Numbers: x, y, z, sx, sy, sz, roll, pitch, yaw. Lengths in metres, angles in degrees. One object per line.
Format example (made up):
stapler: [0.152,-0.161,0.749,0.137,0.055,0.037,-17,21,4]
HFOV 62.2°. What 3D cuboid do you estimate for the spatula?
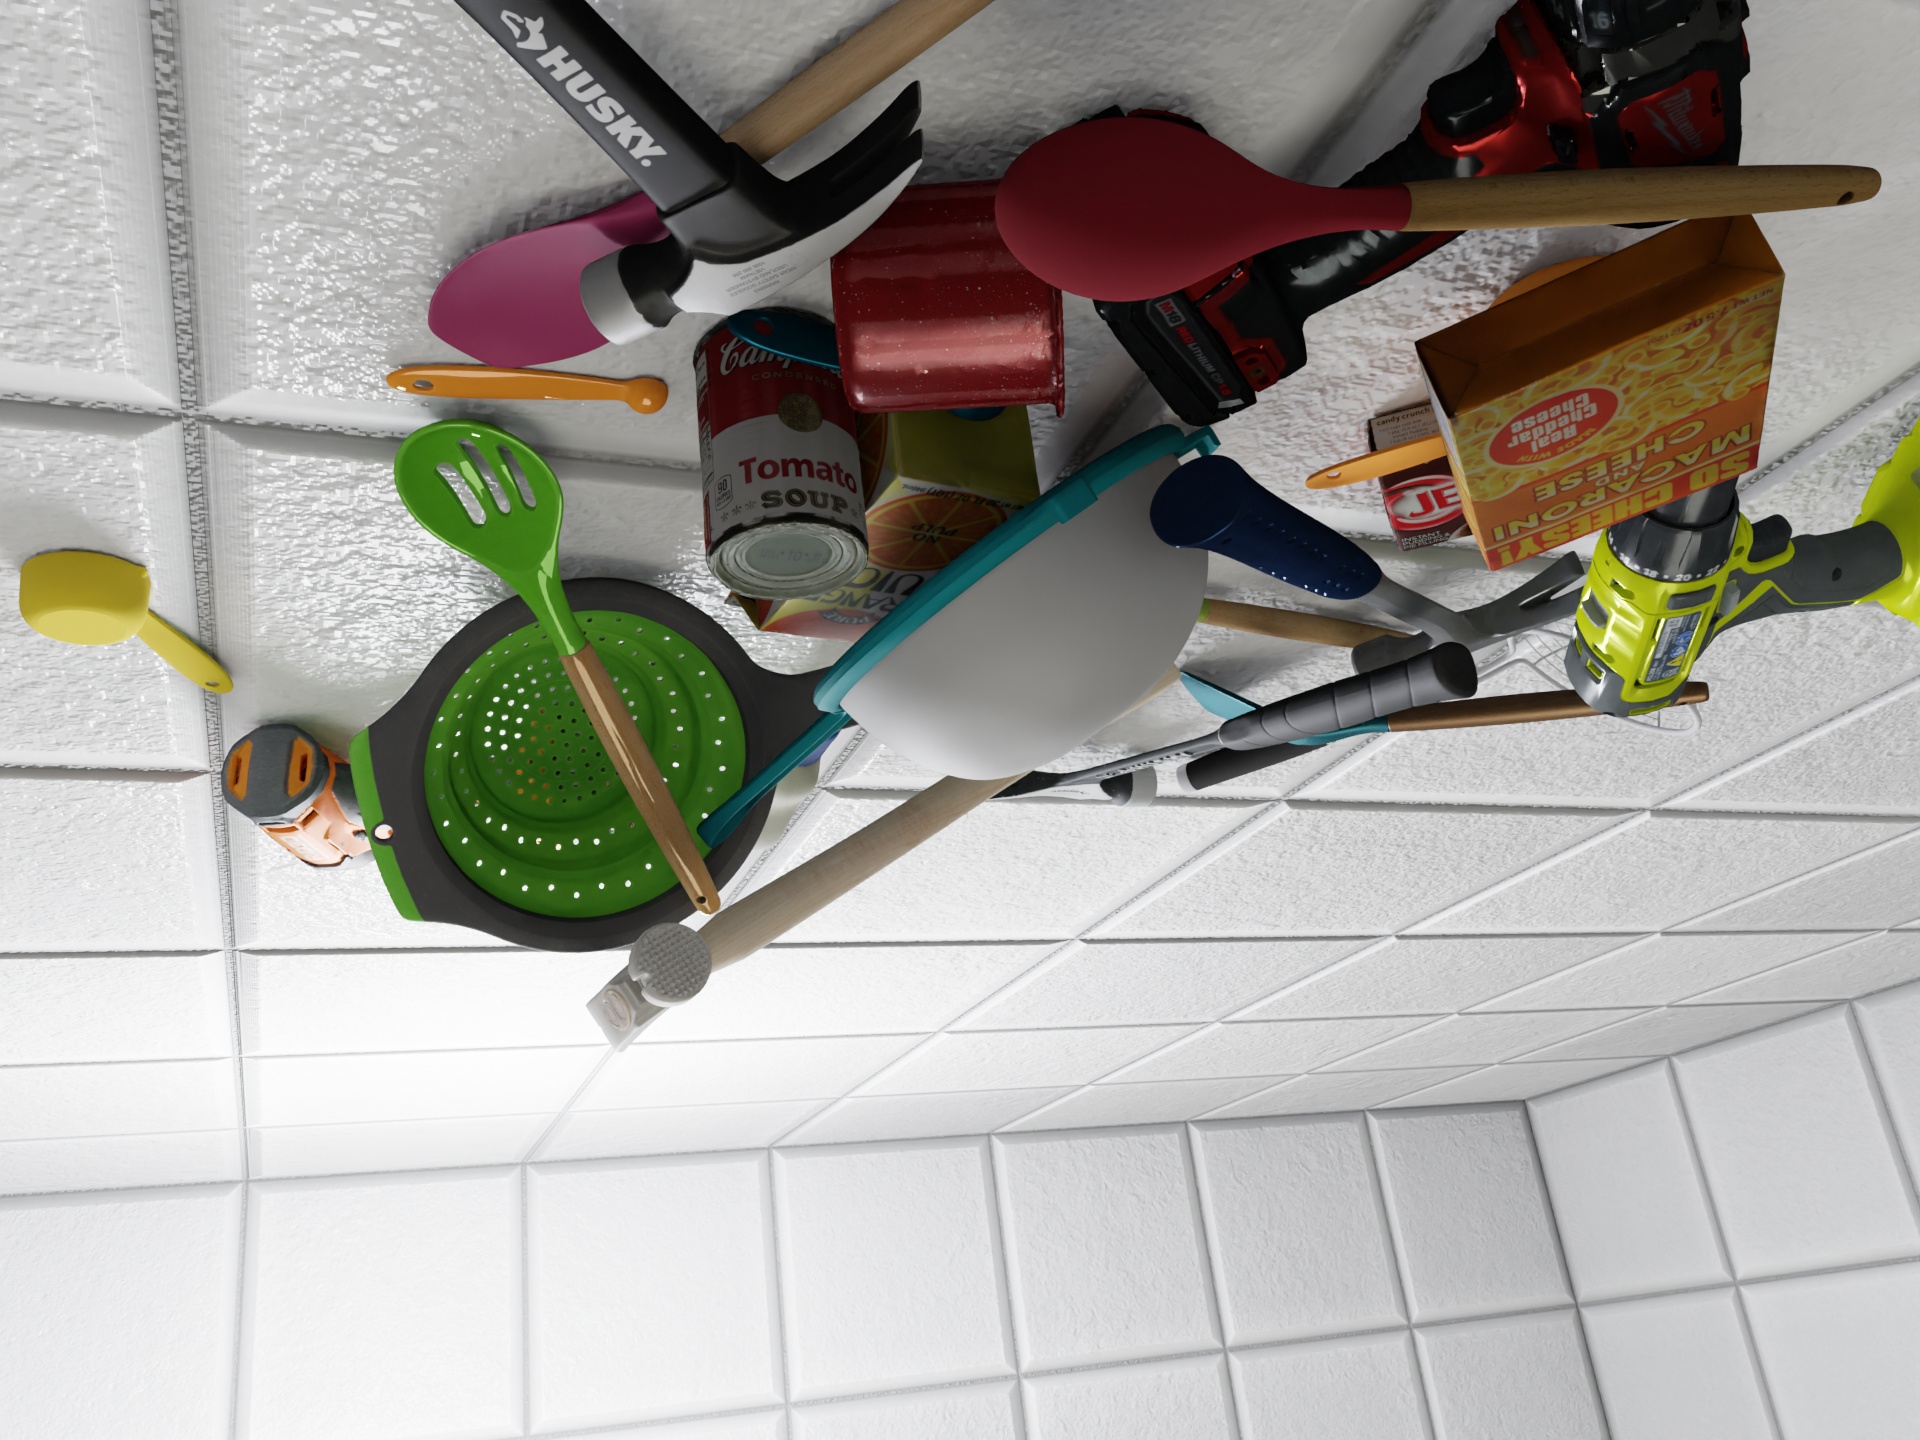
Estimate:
spatula: [0.296,-0.013,1.002,0.317,0.044,0.082,-5,157,24]

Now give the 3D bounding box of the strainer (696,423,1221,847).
strainer: [-0.001,-0.002,0.773,0.340,0.095,0.211,-39,177,30]

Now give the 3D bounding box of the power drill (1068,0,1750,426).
power drill: [0.150,-0.206,0.548,0.226,0.080,0.187,-20,154,22]

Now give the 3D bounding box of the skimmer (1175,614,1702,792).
skimmer: [0.308,0.013,1.086,0.363,0.090,0.127,-22,141,33]

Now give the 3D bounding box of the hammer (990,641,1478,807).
hammer: [0.158,0.010,0.981,0.149,0.036,0.409,2,168,-27]

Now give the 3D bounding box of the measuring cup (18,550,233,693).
measuring cup: [-0.421,-0.038,0.821,0.062,0.029,0.156,-9,155,4]

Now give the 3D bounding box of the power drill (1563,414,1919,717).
power drill: [0.439,-0.099,0.827,0.228,0.080,0.190,-14,142,-4]

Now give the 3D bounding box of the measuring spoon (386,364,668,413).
measuring spoon: [-0.183,-0.140,0.679,0.117,0.011,0.021,0,156,-17]

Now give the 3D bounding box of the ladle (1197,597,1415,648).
ladle: [0.164,-0.051,0.942,0.320,0.062,0.078,6,161,-34]

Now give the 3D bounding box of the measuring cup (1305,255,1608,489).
measuring cup: [0.237,-0.154,0.725,0.173,0.052,0.095,-17,156,25]

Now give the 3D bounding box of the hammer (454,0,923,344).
hammer: [-0.141,-0.224,0.439,0.146,0.035,0.334,-16,152,25]

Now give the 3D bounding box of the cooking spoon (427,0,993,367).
cooking spoon: [-0.076,-0.201,0.559,0.319,0.017,0.068,-22,151,32]

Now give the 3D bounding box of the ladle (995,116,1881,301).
ladle: [0.167,-0.169,0.521,0.315,0.031,0.069,-7,150,-13]

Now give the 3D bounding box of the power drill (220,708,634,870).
power drill: [-0.323,0.054,1.009,0.226,0.084,0.164,-3,158,-1]

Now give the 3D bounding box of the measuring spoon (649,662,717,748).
measuring spoon: [-0.176,-0.015,0.978,0.034,0.018,0.124,-7,150,0]

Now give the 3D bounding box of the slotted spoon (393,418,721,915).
slotted spoon: [-0.182,-0.016,0.782,0.070,0.031,0.313,-14,126,8]

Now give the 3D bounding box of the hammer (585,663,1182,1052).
hammer: [-0.026,0.058,0.901,0.410,0.038,0.146,-31,173,-32]

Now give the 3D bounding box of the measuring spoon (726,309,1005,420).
measuring spoon: [-0.032,-0.154,0.653,0.128,0.042,0.021,7,155,-26]

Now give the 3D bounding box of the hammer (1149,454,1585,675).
hammer: [0.205,-0.071,0.790,0.144,0.035,0.405,-24,163,28]

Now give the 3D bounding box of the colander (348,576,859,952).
colander: [-0.137,-0.005,0.904,0.397,0.204,0.095,-17,-160,-20]
